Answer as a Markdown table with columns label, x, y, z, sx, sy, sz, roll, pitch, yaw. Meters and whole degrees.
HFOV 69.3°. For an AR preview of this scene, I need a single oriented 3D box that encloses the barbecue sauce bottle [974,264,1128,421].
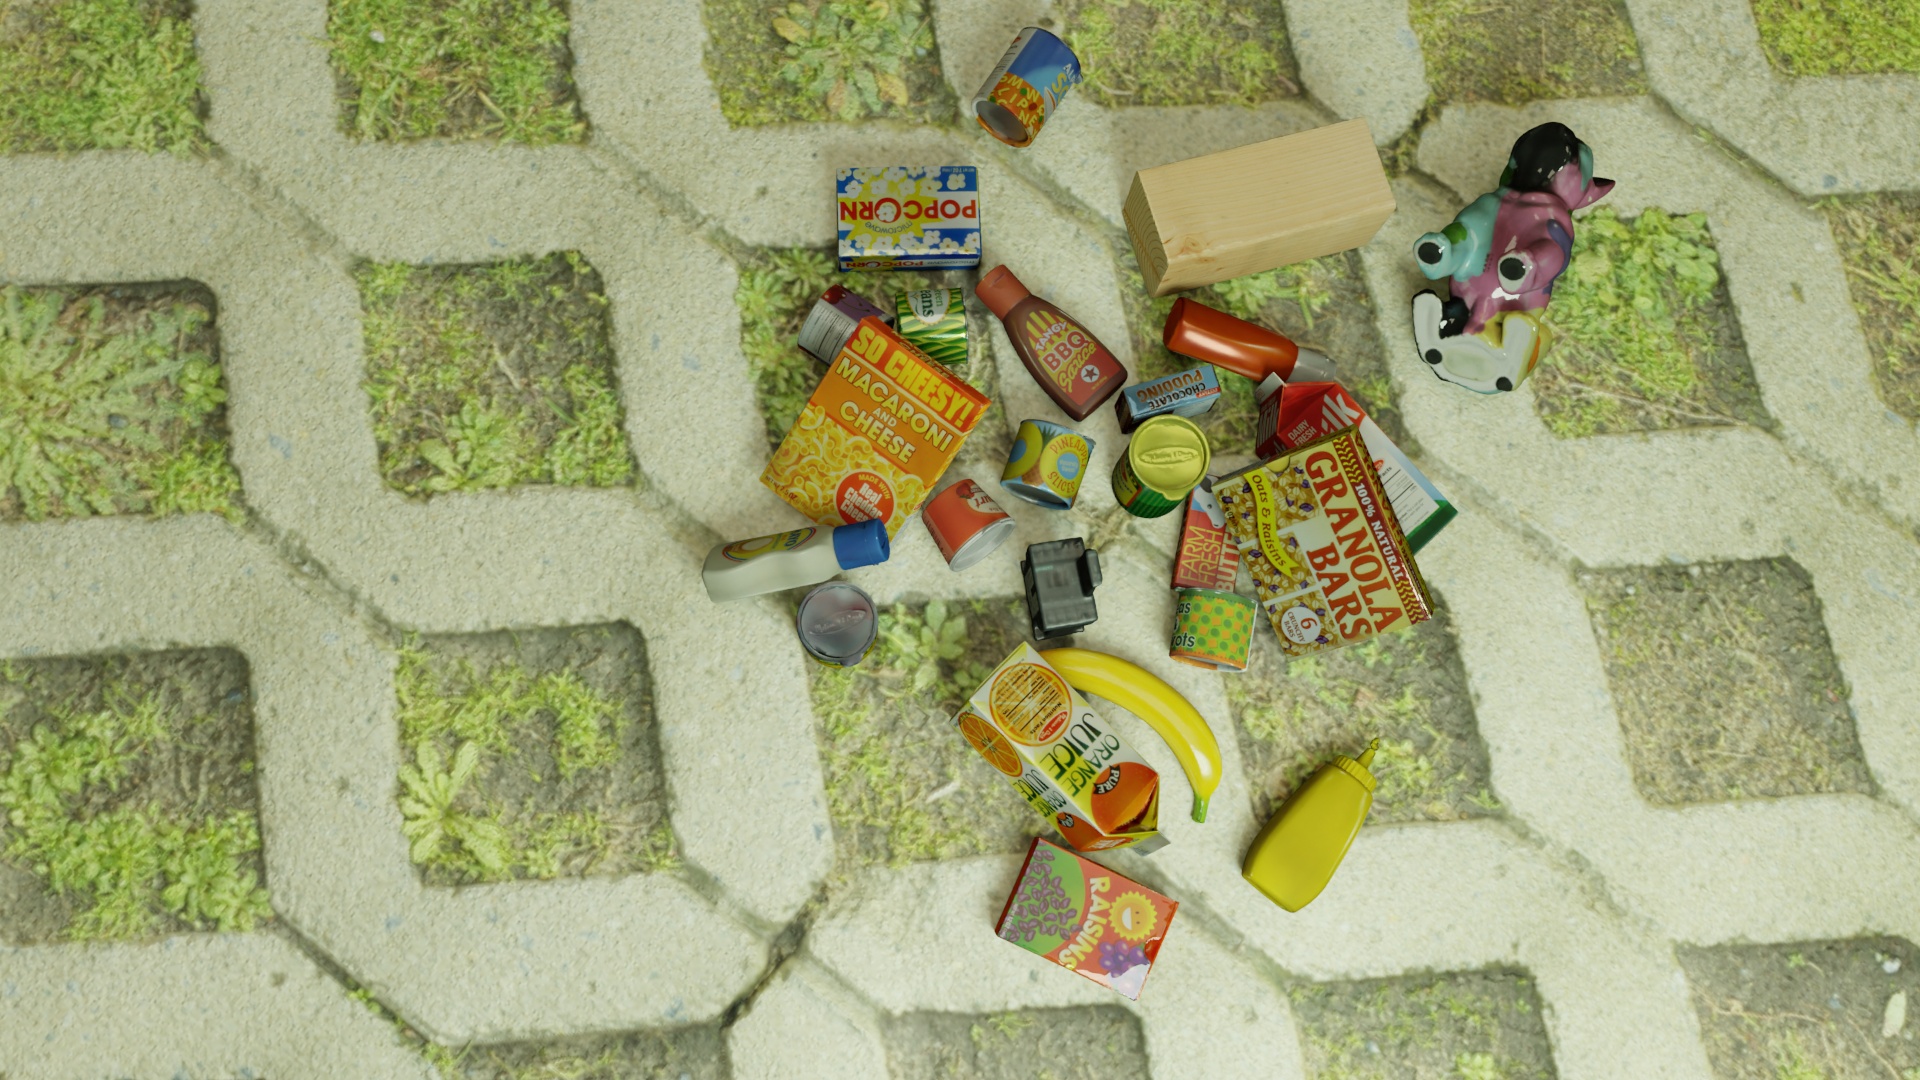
| label | x | y | z | sx | sy | sz | roll | pitch | yaw |
| --- | --- | --- | --- | --- | --- | --- | --- | --- | --- |
| barbecue sauce bottle | 0.074 | -0.175 | 1.208 | 0.065 | 0.043 | 0.148 | -42 | 83 | -9 |

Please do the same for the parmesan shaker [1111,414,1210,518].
| label | x | y | z | sx | sy | sz | roll | pitch | yaw |
| --- | --- | --- | --- | --- | --- | --- | --- | --- | --- |
| parmesan shaker | 0.165 | -0.057 | 1.159 | 0.071 | 0.103 | 0.071 | 1 | 79 | -3 |

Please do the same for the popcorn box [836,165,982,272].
| label | x | y | z | sx | sy | sz | roll | pitch | yaw |
| --- | --- | --- | --- | --- | --- | --- | --- | --- | --- |
| popcorn box | -0.046 | -0.284 | 1.226 | 0.127 | 0.038 | 0.085 | -2 | 79 | -3 |

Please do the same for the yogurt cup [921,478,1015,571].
| label | x | y | z | sx | sy | sz | roll | pitch | yaw |
| --- | --- | --- | --- | --- | --- | --- | --- | --- | --- |
| yogurt cup | 0.004 | -0.015 | 1.163 | 0.072 | 0.072 | 0.054 | -35 | 75 | -9 |

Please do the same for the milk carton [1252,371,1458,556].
| label | x | y | z | sx | sy | sz | roll | pitch | yaw |
| --- | --- | --- | --- | --- | --- | --- | --- | --- | --- |
| milk carton | 0.322 | -0.065 | 1.185 | 0.073 | 0.072 | 0.190 | -41 | 84 | -9 |

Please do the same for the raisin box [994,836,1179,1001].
| label | x | y | z | sx | sy | sz | roll | pitch | yaw |
| --- | --- | --- | --- | --- | --- | --- | --- | --- | --- |
| raisin box | 0.101 | 0.302 | 1.116 | 0.123 | 0.040 | 0.086 | 25 | 78 | 1 |

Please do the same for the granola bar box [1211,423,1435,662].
| label | x | y | z | sx | sy | sz | roll | pitch | yaw |
| --- | --- | --- | --- | --- | --- | --- | --- | --- | --- |
| granola bar box | 0.296 | 0.005 | 1.137 | 0.124 | 0.039 | 0.165 | -23 | 94 | 29 |

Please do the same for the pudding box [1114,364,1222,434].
| label | x | y | z | sx | sy | sz | roll | pitch | yaw |
| --- | --- | --- | --- | --- | --- | --- | --- | --- | --- |
| pudding box | 0.179 | -0.121 | 1.200 | 0.084 | 0.049 | 0.030 | -16 | 79 | -6 |

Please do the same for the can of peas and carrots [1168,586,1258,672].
| label | x | y | z | sx | sy | sz | roll | pitch | yaw |
| --- | --- | --- | --- | --- | --- | --- | --- | --- | --- |
| can of peas and carrots | 0.207 | 0.074 | 1.153 | 0.071 | 0.071 | 0.059 | 12 | 79 | -1 |

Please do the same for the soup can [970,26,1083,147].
| label | x | y | z | sx | sy | sz | roll | pitch | yaw |
| --- | --- | --- | --- | --- | --- | --- | --- | --- | --- |
| soup can | 0.060 | -0.403 | 1.242 | 0.071 | 0.071 | 0.084 | 33 | 80 | 4 |

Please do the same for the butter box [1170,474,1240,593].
| label | x | y | z | sx | sy | sz | roll | pitch | yaw |
| --- | --- | --- | --- | --- | --- | --- | --- | --- | --- |
| butter box | 0.215 | -0.004 | 1.191 | 0.053 | 0.024 | 0.103 | 13 | 78 | -1 |

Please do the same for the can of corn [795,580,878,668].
| label | x | y | z | sx | sy | sz | roll | pitch | yaw |
| --- | --- | --- | --- | --- | --- | --- | --- | --- | --- |
| can of corn | -0.099 | 0.073 | 1.141 | 0.071 | 0.058 | 0.071 | 1 | 79 | -3 |

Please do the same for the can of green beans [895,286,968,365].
| label | x | y | z | sx | sy | sz | roll | pitch | yaw |
| --- | --- | --- | --- | --- | --- | --- | --- | --- | --- |
| can of green beans | -0.025 | -0.183 | 1.193 | 0.058 | 0.071 | 0.071 | -5 | 79 | -3 |

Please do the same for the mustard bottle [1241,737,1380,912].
| label | x | y | z | sx | sy | sz | roll | pitch | yaw |
| --- | --- | --- | --- | --- | --- | --- | --- | --- | --- |
| mustard bottle | 0.297 | 0.226 | 1.137 | 0.065 | 0.048 | 0.160 | 40 | 79 | 5 |

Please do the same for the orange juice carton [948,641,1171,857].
| label | x | y | z | sx | sy | sz | roll | pitch | yaw |
| --- | --- | --- | --- | --- | --- | --- | --- | --- | --- |
| orange juice carton | 0.088 | 0.180 | 1.115 | 0.193 | 0.071 | 0.073 | 44 | 64 | 6 |

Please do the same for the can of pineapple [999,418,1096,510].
| label | x | y | z | sx | sy | sz | roll | pitch | yaw |
| --- | --- | --- | --- | --- | --- | --- | --- | --- | --- |
| can of pineapple | 0.074 | -0.063 | 1.172 | 0.071 | 0.071 | 0.058 | 19 | 80 | 1 |

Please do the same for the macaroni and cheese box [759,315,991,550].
| label | x | y | z | sx | sy | sz | roll | pitch | yaw |
| --- | --- | --- | --- | --- | --- | --- | --- | --- | --- |
| macaroni and cheese box | -0.071 | -0.083 | 1.147 | 0.124 | 0.040 | 0.166 | 36 | 108 | 4 |

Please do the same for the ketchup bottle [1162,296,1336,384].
| label | x | y | z | sx | sy | sz | roll | pitch | yaw |
| --- | --- | --- | --- | --- | --- | --- | --- | --- | --- |
| ketchup bottle | 0.252 | -0.166 | 1.209 | 0.149 | 0.065 | 0.043 | 19 | 119 | -5 |

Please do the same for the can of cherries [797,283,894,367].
| label | x | y | z | sx | sy | sz | roll | pitch | yaw |
| --- | --- | --- | --- | --- | --- | --- | --- | --- | --- |
| can of cherries | -0.097 | -0.178 | 1.191 | 0.058 | 0.071 | 0.071 | 32 | 79 | 4 |

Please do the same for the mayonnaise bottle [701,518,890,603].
| label | x | y | z | sx | sy | sz | roll | pitch | yaw |
| --- | --- | --- | --- | --- | --- | --- | --- | --- | --- |
| mayonnaise bottle | -0.133 | 0.013 | 1.132 | 0.148 | 0.065 | 0.041 | -12 | 113 | 11 |
